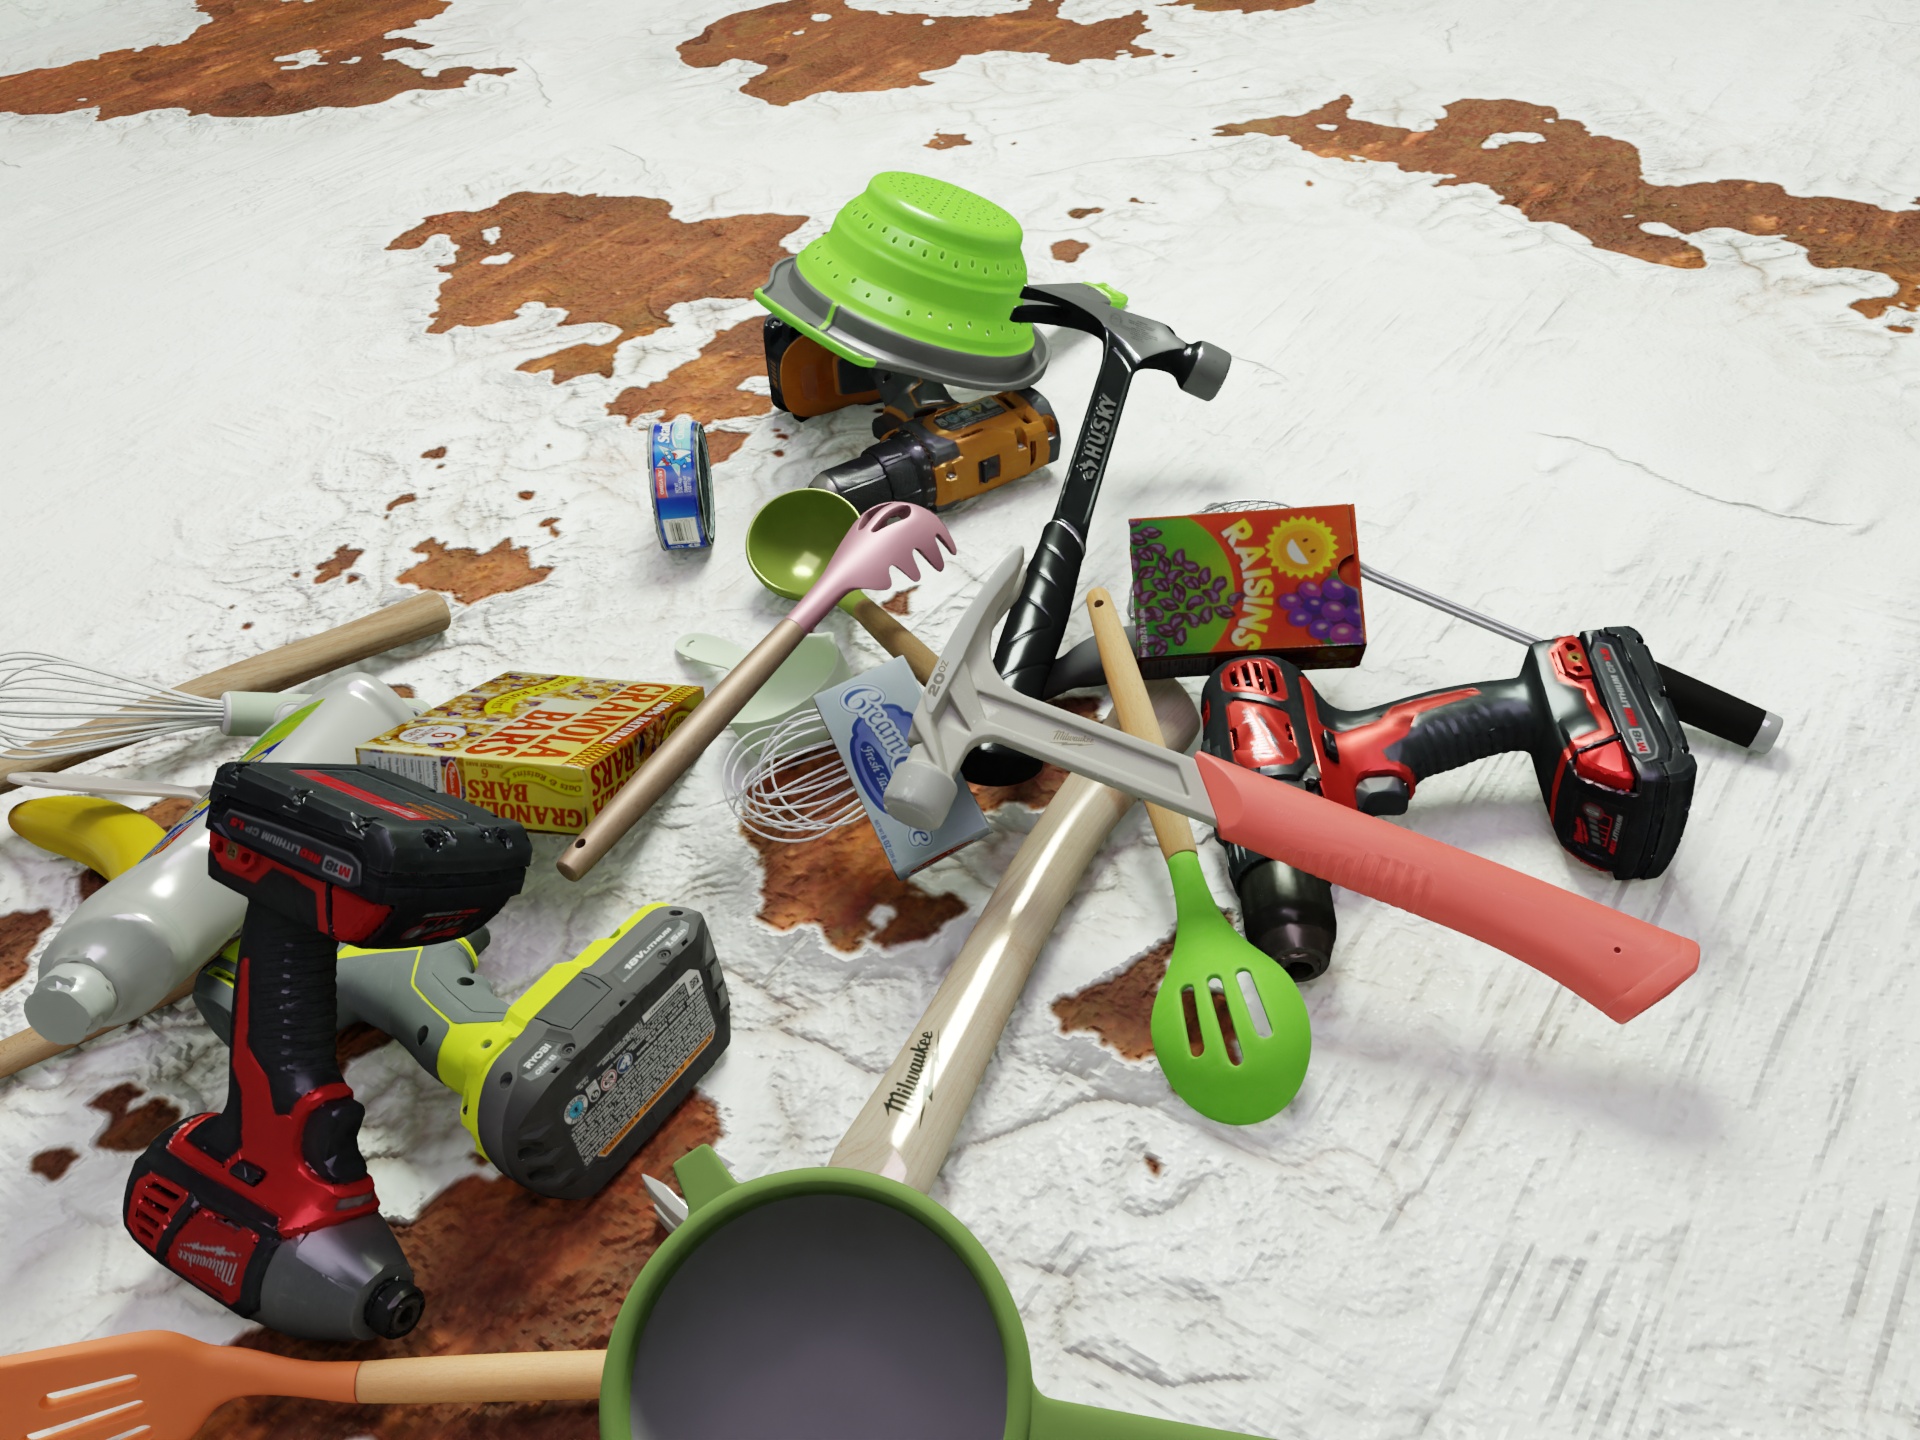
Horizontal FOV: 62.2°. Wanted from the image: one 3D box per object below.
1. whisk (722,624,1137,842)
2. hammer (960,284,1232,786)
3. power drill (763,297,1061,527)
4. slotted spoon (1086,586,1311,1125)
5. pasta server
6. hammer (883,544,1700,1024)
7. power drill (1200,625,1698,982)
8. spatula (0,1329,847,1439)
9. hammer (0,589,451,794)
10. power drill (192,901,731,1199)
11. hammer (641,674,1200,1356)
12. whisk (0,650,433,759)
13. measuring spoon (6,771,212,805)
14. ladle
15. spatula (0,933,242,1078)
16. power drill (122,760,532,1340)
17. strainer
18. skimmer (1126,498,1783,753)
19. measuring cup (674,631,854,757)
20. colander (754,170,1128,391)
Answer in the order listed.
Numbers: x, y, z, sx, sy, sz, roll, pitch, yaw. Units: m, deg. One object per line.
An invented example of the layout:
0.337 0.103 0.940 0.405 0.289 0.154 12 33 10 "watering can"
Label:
-0.002 -0.004 0.888 0.284 0.070 0.070 -22 42 -26 "whisk"
0.062 -0.122 0.944 0.149 0.036 0.409 23 50 -5 "hammer"
-0.063 -0.221 1.139 0.185 0.084 0.226 -25 48 -22 "power drill"
0.100 0.048 0.780 0.070 0.031 0.314 -19 50 9 "slotted spoon"
-0.100 -0.025 0.830 0.060 0.040 0.316 11 46 32 "pasta server"
0.152 0.039 0.729 0.359 0.036 0.149 21 68 14 "hammer"
0.236 0.040 0.791 0.226 0.080 0.188 -5 46 6 "power drill"
-0.204 0.257 0.601 0.322 0.081 0.041 -1 23 -2 "spatula"
-0.459 -0.008 0.936 0.331 0.031 0.130 -28 25 -33 "hammer"
-0.225 0.116 0.751 0.223 0.080 0.171 17 45 30 "power drill"
0.014 0.103 0.770 0.146 0.038 0.411 13 42 23 "hammer"
-0.413 -0.004 0.876 0.246 0.058 0.059 2 7 -35 "whisk"
-0.449 0.043 0.864 0.124 0.018 0.034 10 11 -39 "measuring spoon"
-0.051 -0.065 0.913 0.078 0.062 0.320 -29 30 -10 "ladle"
-0.459 0.152 0.757 0.317 0.044 0.082 -25 24 -25 "spatula"
-0.255 0.136 0.640 0.143 0.219 0.078 17 5 27 "power drill"
0.005 0.247 0.562 0.256 0.069 0.152 7 69 8 "strainer"
0.272 -0.041 0.920 0.363 0.090 0.127 25 37 18 "skimmer"
-0.122 -0.022 0.941 0.083 0.038 0.168 -42 34 -20 "measuring cup"
0.025 -0.335 1.159 0.205 0.094 0.397 36 33 23 "colander"
